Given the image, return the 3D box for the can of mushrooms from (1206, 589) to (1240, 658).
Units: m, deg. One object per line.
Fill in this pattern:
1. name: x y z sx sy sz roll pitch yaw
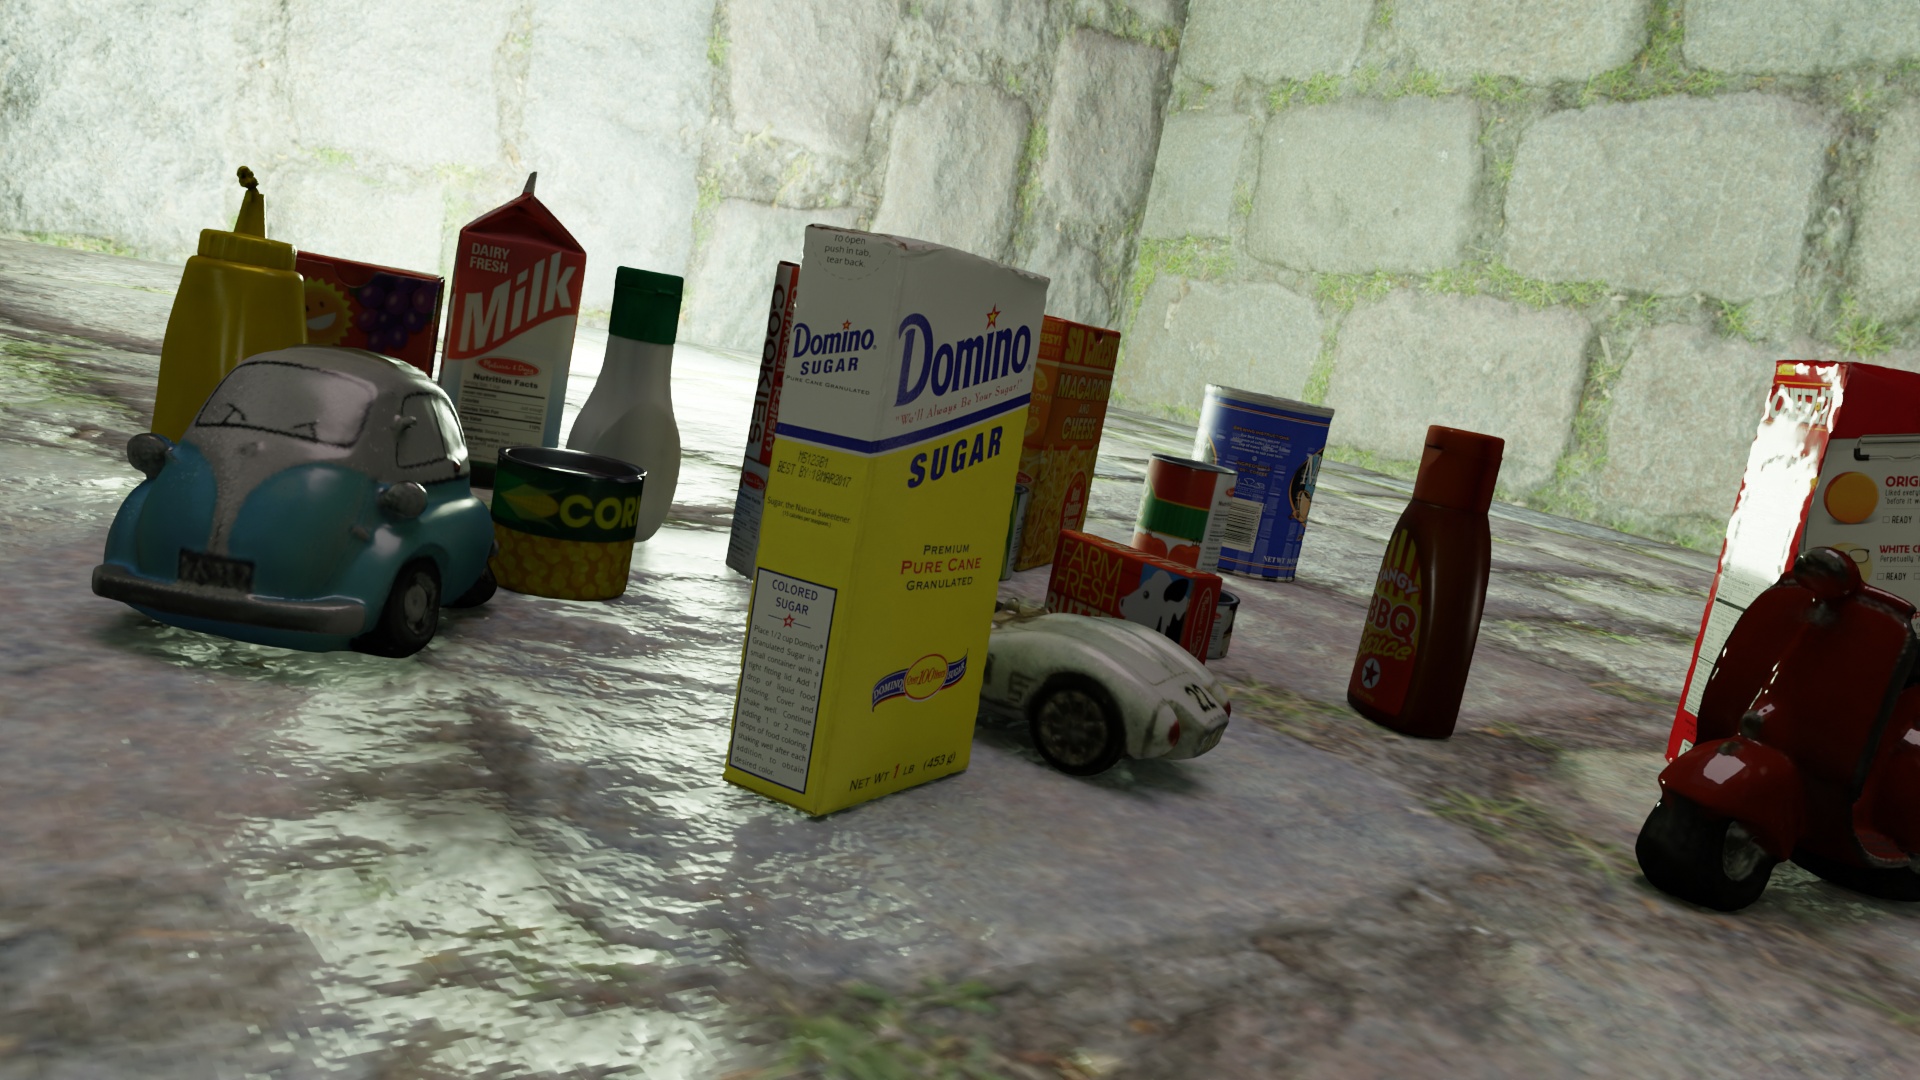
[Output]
1. can of mushrooms: 0.120 0.041 0.778 0.071 0.033 0.071 11 9 -2

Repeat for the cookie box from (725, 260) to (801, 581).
1. cookie box: -0.054 -0.060 0.762 0.123 0.167 0.040 5 11 -35

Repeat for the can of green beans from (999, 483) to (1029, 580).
1. can of green beans: 0.005 -0.011 0.876 0.071 0.057 0.071 11 9 -2

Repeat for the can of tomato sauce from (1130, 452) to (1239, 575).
1. can of tomato sauce: 0.162 -0.017 1.025 0.071 0.083 0.071 11 9 -2

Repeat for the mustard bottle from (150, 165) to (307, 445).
1. mustard bottle: -0.328 -0.089 0.633 0.065 0.160 0.049 15 10 26

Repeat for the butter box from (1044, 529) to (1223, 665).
1. butter box: 0.089 0.031 0.737 0.024 0.053 0.103 4 12 -40

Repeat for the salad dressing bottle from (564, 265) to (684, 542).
1. salad dressing bottle: -0.181 -0.075 0.763 0.064 0.147 0.044 3 12 -43

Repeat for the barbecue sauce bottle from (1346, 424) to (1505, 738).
1. barbecue sauce bottle: 0.233 0.019 0.686 0.044 0.148 0.065 9 9 -15

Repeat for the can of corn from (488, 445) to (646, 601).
1. can of corn: -0.180 -0.008 0.636 0.071 0.058 0.071 11 9 -2

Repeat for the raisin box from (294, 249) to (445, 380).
1. raisin box: -0.331 -0.089 0.748 0.086 0.123 0.040 9 9 -17

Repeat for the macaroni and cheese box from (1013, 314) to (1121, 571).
1. macaroni and cheese box: 0.061 -0.068 0.952 0.040 0.166 0.124 15 9 21

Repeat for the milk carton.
1. milk carton: -0.276 -0.130 0.850 0.073 0.190 0.072 7 9 -23
